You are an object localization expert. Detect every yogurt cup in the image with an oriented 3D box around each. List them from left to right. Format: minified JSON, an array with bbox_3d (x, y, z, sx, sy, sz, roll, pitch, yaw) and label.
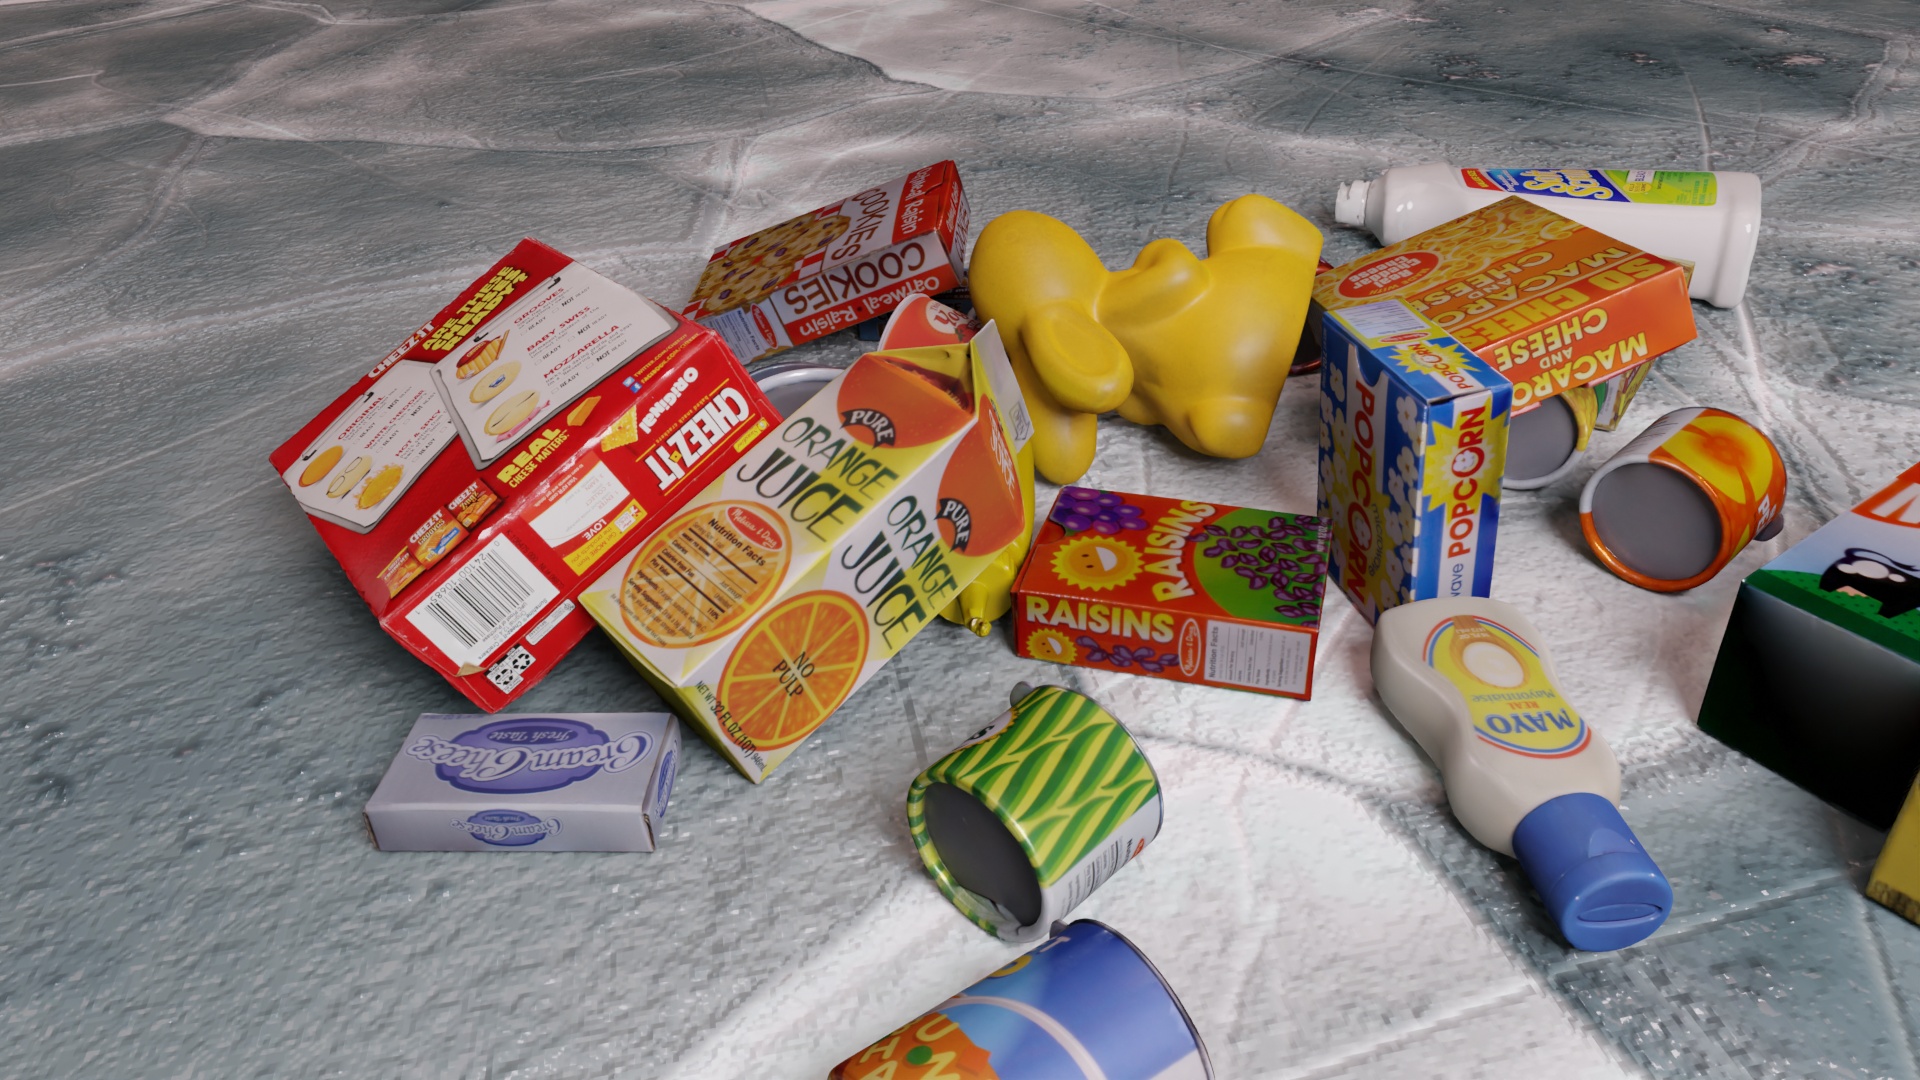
[{"bbox_3d":[-0.009,-0.094,0.750,0.054,0.072,0.073,20,39,18],"label":"yogurt cup"}]

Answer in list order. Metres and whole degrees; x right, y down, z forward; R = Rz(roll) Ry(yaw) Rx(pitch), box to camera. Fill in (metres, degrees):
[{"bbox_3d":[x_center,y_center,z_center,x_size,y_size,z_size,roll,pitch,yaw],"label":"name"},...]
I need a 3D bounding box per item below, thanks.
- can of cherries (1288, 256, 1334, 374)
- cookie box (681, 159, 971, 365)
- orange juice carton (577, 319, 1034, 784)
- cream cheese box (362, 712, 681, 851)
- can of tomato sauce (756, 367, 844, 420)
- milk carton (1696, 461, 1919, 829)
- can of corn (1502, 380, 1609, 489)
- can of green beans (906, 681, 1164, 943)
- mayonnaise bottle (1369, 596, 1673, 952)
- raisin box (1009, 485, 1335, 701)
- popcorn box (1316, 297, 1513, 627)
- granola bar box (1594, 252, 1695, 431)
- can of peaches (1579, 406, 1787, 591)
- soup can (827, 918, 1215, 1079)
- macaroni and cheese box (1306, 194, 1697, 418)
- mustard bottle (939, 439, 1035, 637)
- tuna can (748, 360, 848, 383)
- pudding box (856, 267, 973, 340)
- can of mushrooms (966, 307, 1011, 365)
[{"bbox_3d":[0.184,-0.136,0.797,0.071,0.071,0.058,-9,35,-10],"label":"can of cherries"},{"bbox_3d":[-0.079,-0.166,0.836,0.167,0.040,0.123,-17,31,14],"label":"cookie box"},{"bbox_3d":[-0.044,-0.005,0.550,0.193,0.071,0.073,-43,50,-17],"label":"orange juice carton"},{"bbox_3d":[-0.160,0.089,0.516,0.104,0.024,0.053,0,34,3],"label":"cream cheese box"},{"bbox_3d":[-0.067,-0.027,0.633,0.071,0.082,0.071,-1,33,1],"label":"can of tomato sauce"},{"bbox_3d":[0.378,0.024,0.536,0.191,0.072,0.073,-23,38,-28],"label":"milk carton"},{"bbox_3d":[0.278,-0.068,0.685,0.071,0.070,0.058,16,38,26],"label":"can of corn"},{"bbox_3d":[0.024,0.091,0.464,0.071,0.071,0.058,27,44,37],"label":"can of green beans"},{"bbox_3d":[0.199,0.077,0.495,0.065,0.041,0.149,-3,33,-4],"label":"mayonnaise bottle"},{"bbox_3d":[0.092,0.020,0.592,0.123,0.039,0.086,7,35,16],"label":"raisin box"},{"bbox_3d":[0.183,-0.025,0.575,0.038,0.126,0.085,-13,34,-7],"label":"popcorn box"},{"bbox_3d":[0.335,-0.127,0.798,0.124,0.038,0.166,20,40,29],"label":"granola bar box"},{"bbox_3d":[0.318,-0.017,0.609,0.058,0.071,0.071,-28,41,-34],"label":"can of peaches"},{"bbox_3d":[0.014,0.150,0.375,0.084,0.071,0.071,-22,38,-27],"label":"soup can"},{"bbox_3d":[0.249,-0.110,0.668,0.124,0.040,0.167,-22,24,6],"label":"macaroni and cheese box"},{"bbox_3d":[0.002,-0.008,0.626,0.065,0.048,0.161,13,35,-11],"label":"mustard bottle"},{"bbox_3d":[-0.087,-0.067,0.741,0.071,0.032,0.071,-2,33,1],"label":"tuna can"},{"bbox_3d":[-0.020,-0.146,0.859,0.084,0.030,0.050,2,33,6],"label":"pudding box"},{"bbox_3d":[0.038,-0.116,0.806,0.071,0.033,0.071,-2,33,1],"label":"can of mushrooms"}]
